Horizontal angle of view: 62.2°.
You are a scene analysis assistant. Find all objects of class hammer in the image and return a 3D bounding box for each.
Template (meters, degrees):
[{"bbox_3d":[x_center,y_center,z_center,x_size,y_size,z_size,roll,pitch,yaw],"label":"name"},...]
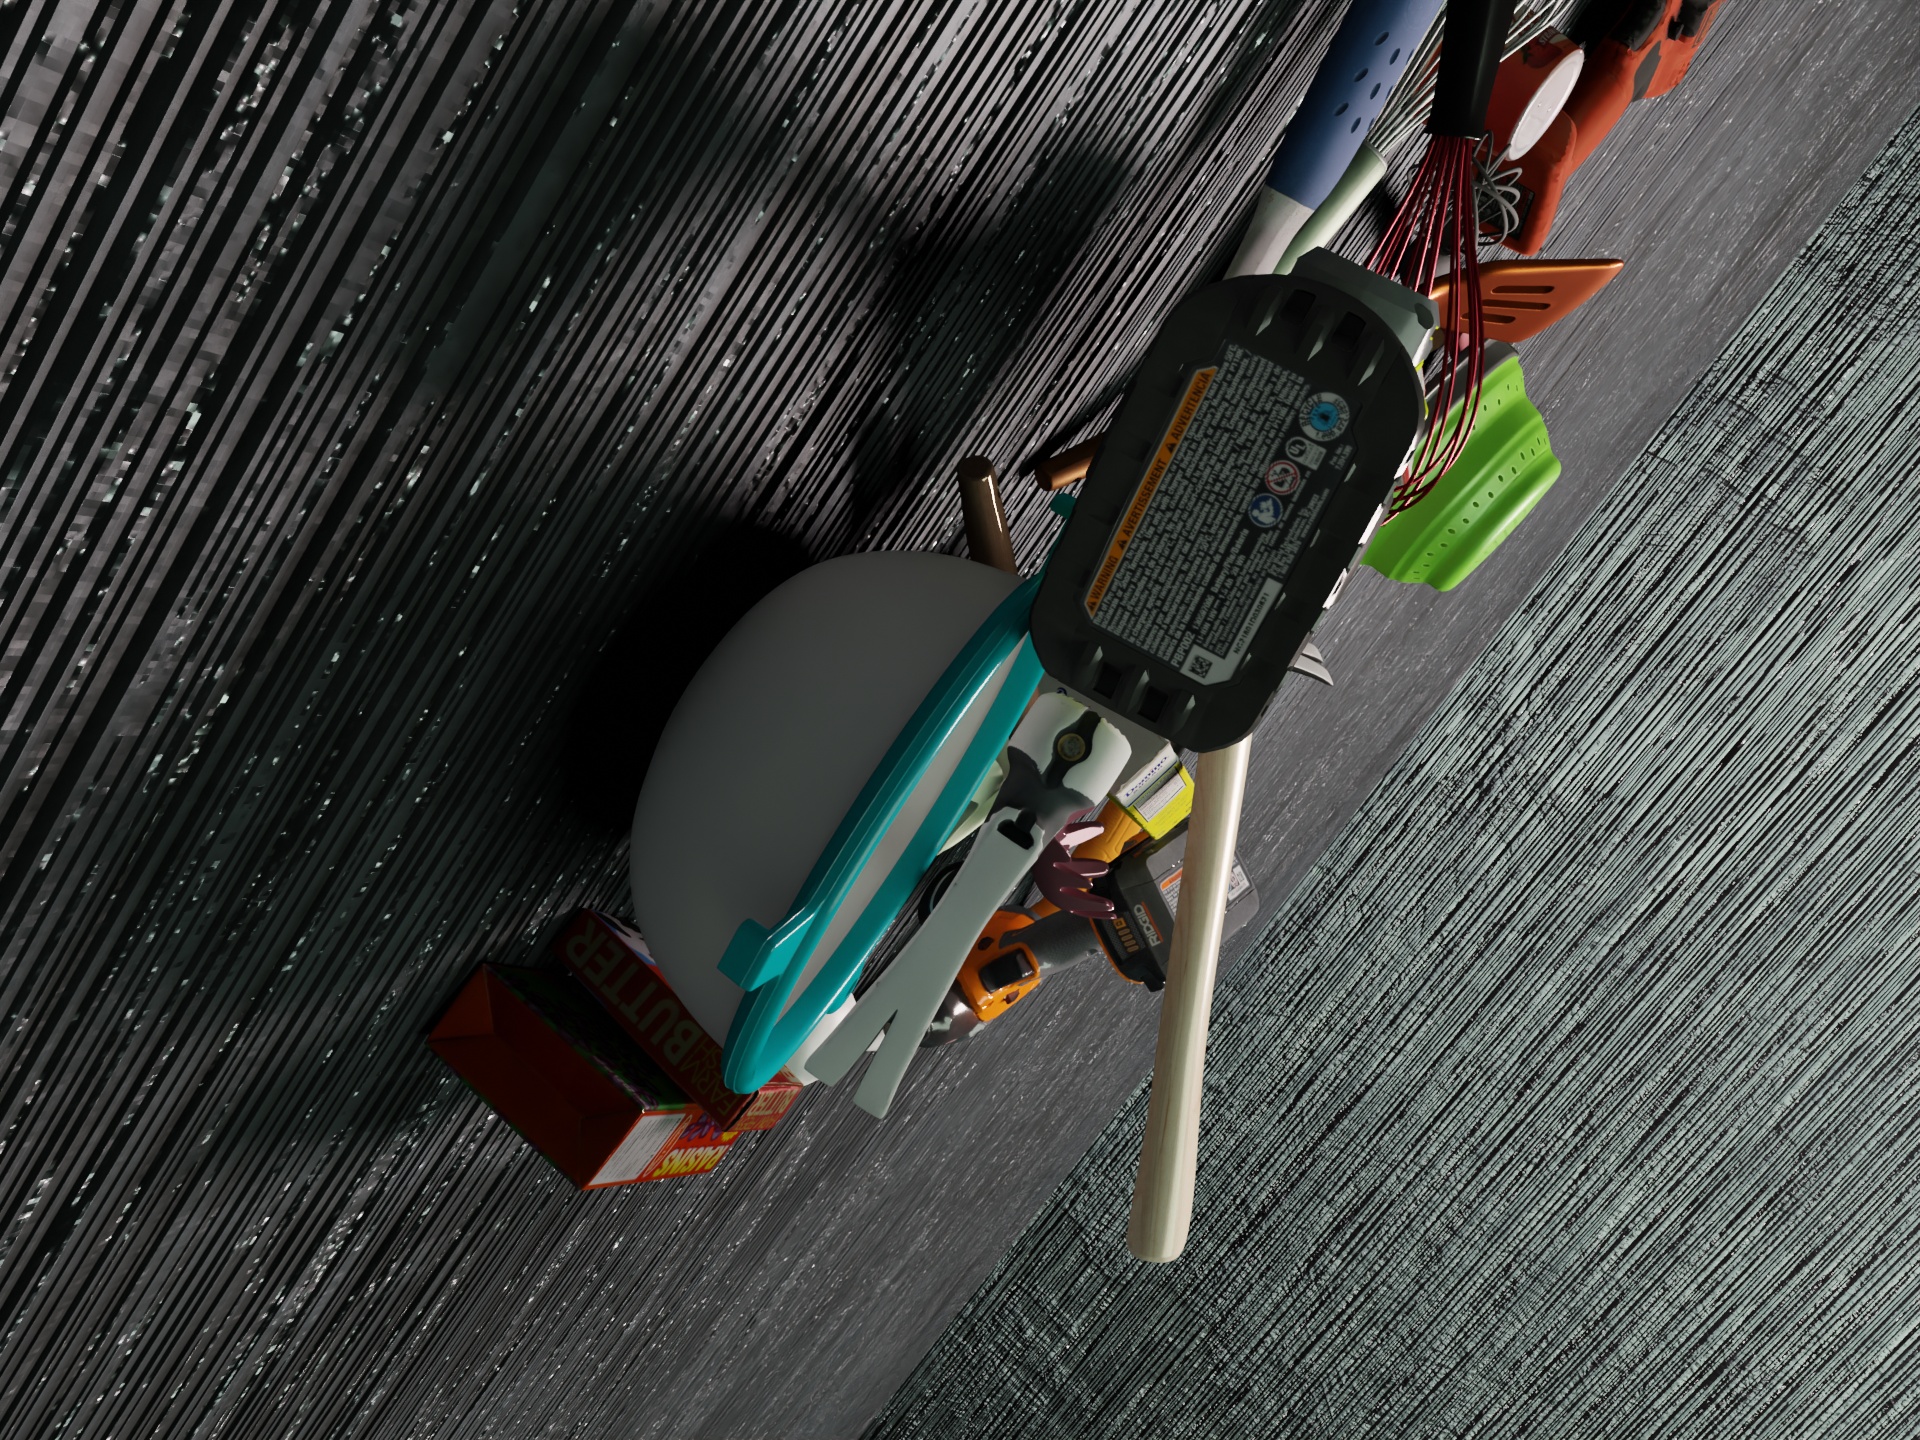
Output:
[{"bbox_3d":[0.128,-0.194,0.627,0.144,0.035,0.405,8,120,-38],"label":"hammer"},{"bbox_3d":[0.126,0.087,0.831,0.146,0.038,0.410,-14,111,-72],"label":"hammer"},{"bbox_3d":[0.124,0.060,1.109,0.127,0.034,0.336,5,137,-24],"label":"hammer"},{"bbox_3d":[-0.003,0.083,0.699,0.149,0.036,0.409,-56,177,-7],"label":"hammer"}]

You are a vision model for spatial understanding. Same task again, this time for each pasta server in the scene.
[{"bbox_3d":[0.035,-0.001,0.686,0.040,0.060,0.315,-8,144,5],"label":"pasta server"}]

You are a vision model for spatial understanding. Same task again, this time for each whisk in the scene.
[{"bbox_3d":[0.240,-0.244,0.796,0.055,0.055,0.239,-53,175,9],"label":"whisk"},{"bbox_3d":[0.198,-0.220,0.654,0.073,0.073,0.295,-24,128,-53],"label":"whisk"},{"bbox_3d":[0.180,-0.253,0.688,0.059,0.058,0.246,33,102,-37],"label":"whisk"}]

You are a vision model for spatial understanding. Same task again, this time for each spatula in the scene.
[{"bbox_3d":[0.171,-0.161,0.740,0.322,0.041,0.081,-27,175,-23],"label":"spatula"}]

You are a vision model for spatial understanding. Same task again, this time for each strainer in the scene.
[{"bbox_3d":[-0.062,0.042,0.615,0.211,0.095,0.340,-55,174,-25],"label":"strainer"},{"bbox_3d":[-0.071,0.193,0.972,0.087,0.050,0.258,-62,166,-5],"label":"strainer"}]

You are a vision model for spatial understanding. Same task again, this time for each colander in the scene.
[{"bbox_3d":[0.270,-0.093,1.065,0.397,0.094,0.204,-49,168,16],"label":"colander"}]

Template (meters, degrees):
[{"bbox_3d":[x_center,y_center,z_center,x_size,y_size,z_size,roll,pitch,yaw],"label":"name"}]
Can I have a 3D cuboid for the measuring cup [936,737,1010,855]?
[{"bbox_3d":[0.003,0.022,0.771,0.083,0.038,0.167,-41,169,-2],"label":"measuring cup"}]

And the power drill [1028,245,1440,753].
[{"bbox_3d":[0.096,-0.068,0.551,0.190,0.080,0.228,-64,172,19],"label":"power drill"}]

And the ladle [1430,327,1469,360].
[{"bbox_3d":[0.285,-0.233,0.993,0.315,0.031,0.069,-28,152,-46],"label":"ladle"}]

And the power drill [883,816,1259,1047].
[{"bbox_3d":[0.059,0.146,1.012,0.226,0.084,0.164,-28,178,36],"label":"power drill"}]
